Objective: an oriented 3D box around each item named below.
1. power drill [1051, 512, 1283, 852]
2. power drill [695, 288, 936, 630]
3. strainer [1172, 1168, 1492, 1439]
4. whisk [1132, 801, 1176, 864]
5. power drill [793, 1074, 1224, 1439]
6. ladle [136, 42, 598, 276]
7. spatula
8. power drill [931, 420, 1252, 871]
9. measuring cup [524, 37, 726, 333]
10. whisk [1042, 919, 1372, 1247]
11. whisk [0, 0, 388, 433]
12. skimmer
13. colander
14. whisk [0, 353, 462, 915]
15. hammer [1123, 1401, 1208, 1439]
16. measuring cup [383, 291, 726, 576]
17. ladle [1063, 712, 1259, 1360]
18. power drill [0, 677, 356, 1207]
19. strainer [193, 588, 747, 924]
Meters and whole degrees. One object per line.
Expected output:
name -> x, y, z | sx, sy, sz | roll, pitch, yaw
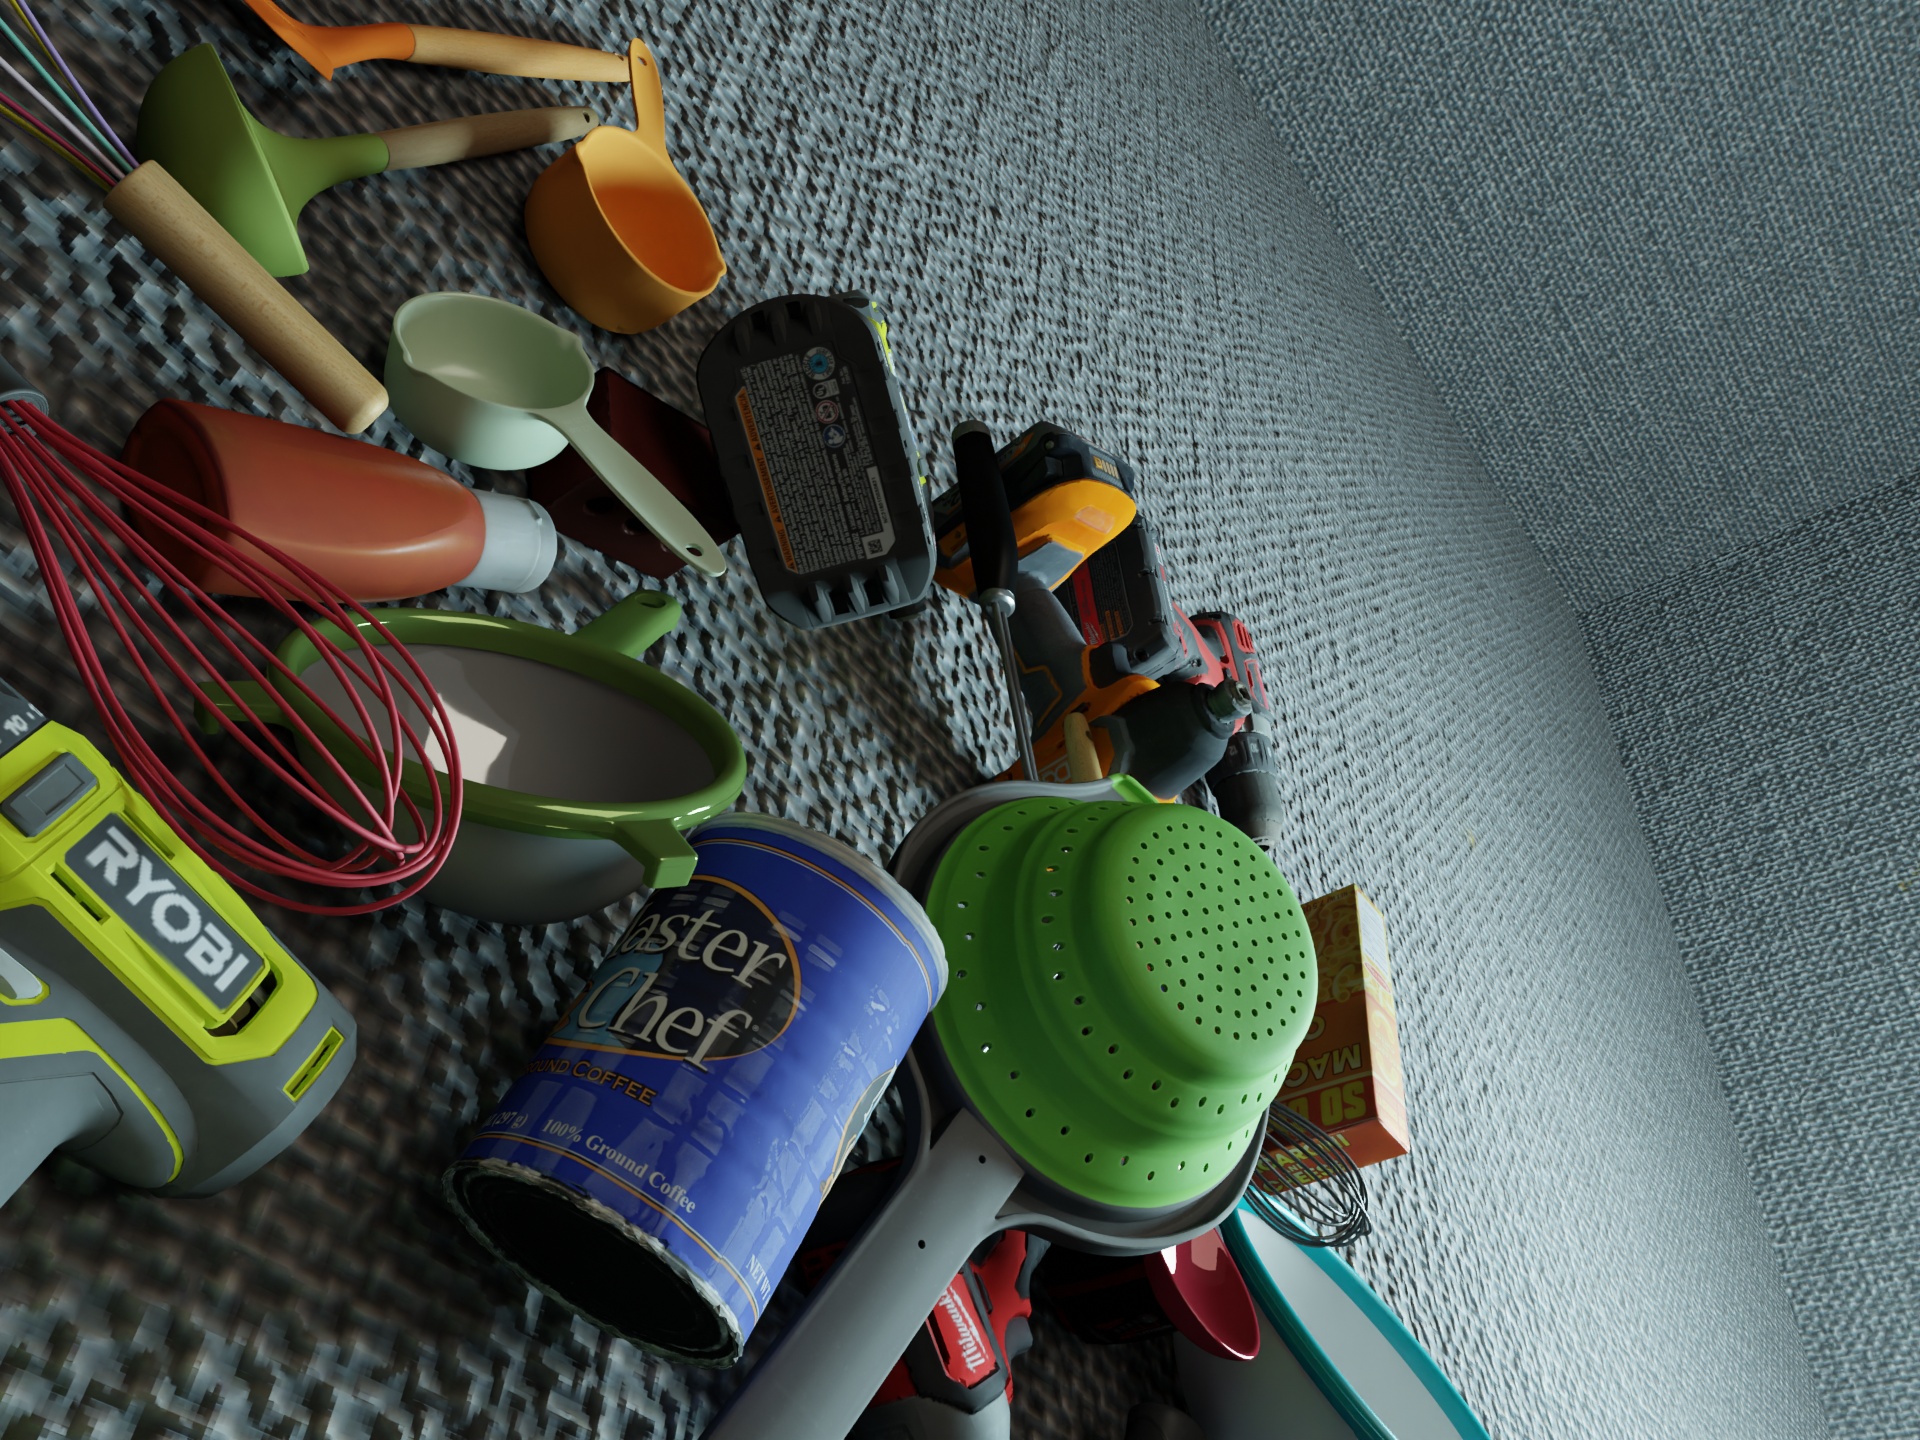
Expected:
power drill -> 0.153, -0.020, 1.092 | 0.226, 0.080, 0.188 | 33, 41, -49
power drill -> -0.052, -0.119, 0.756 | 0.223, 0.080, 0.171 | -77, 152, -78
strainer -> 0.173, 0.352, 0.716 | 0.211, 0.095, 0.340 | 44, 8, -9
whisk -> 0.071, -0.016, 0.980 | 0.058, 0.059, 0.246 | -22, 82, -35
power drill -> 0.026, 0.235, 0.660 | 0.219, 0.078, 0.143 | -3, 69, -57
ladle -> -0.218, -0.241, 0.658 | 0.320, 0.062, 0.078 | -58, 133, -62
spatula -> -0.228, -0.307, 0.708 | 0.081, 0.041, 0.322 | 45, 27, 2
power drill -> 0.067, -0.047, 0.870 | 0.084, 0.164, 0.227 | 17, 51, -45
measuring cup -> -0.166, -0.261, 0.767 | 0.095, 0.052, 0.174 | 31, 40, -46
whisk -> 0.113, 0.176, 0.811 | 0.239, 0.055, 0.055 | 43, 23, 17
whisk -> -0.279, -0.181, 0.492 | 0.244, 0.051, 0.047 | 47, 36, -23
skimmer -> -0.001, -0.003, 0.793 | 0.127, 0.090, 0.364 | 60, 18, -55
colander -> 0.031, 0.140, 0.576 | 0.204, 0.094, 0.397 | 48, 45, -2
whisk -> -0.236, -0.064, 0.414 | 0.296, 0.073, 0.073 | 46, 27, 6
hammer -> 0.022, 0.357, 0.576 | 0.334, 0.035, 0.146 | -19, 84, -59
measuring cup -> -0.152, -0.099, 0.605 | 0.168, 0.038, 0.083 | 44, 37, 14
ladle -> 0.080, 0.129, 0.724 | 0.069, 0.031, 0.316 | 33, 39, -47
power drill -> -0.248, 0.074, 0.320 | 0.190, 0.080, 0.229 | 54, 27, -20
strainer -> -0.147, 0.007, 0.568 | 0.151, 0.069, 0.256 | 19, 17, -1
